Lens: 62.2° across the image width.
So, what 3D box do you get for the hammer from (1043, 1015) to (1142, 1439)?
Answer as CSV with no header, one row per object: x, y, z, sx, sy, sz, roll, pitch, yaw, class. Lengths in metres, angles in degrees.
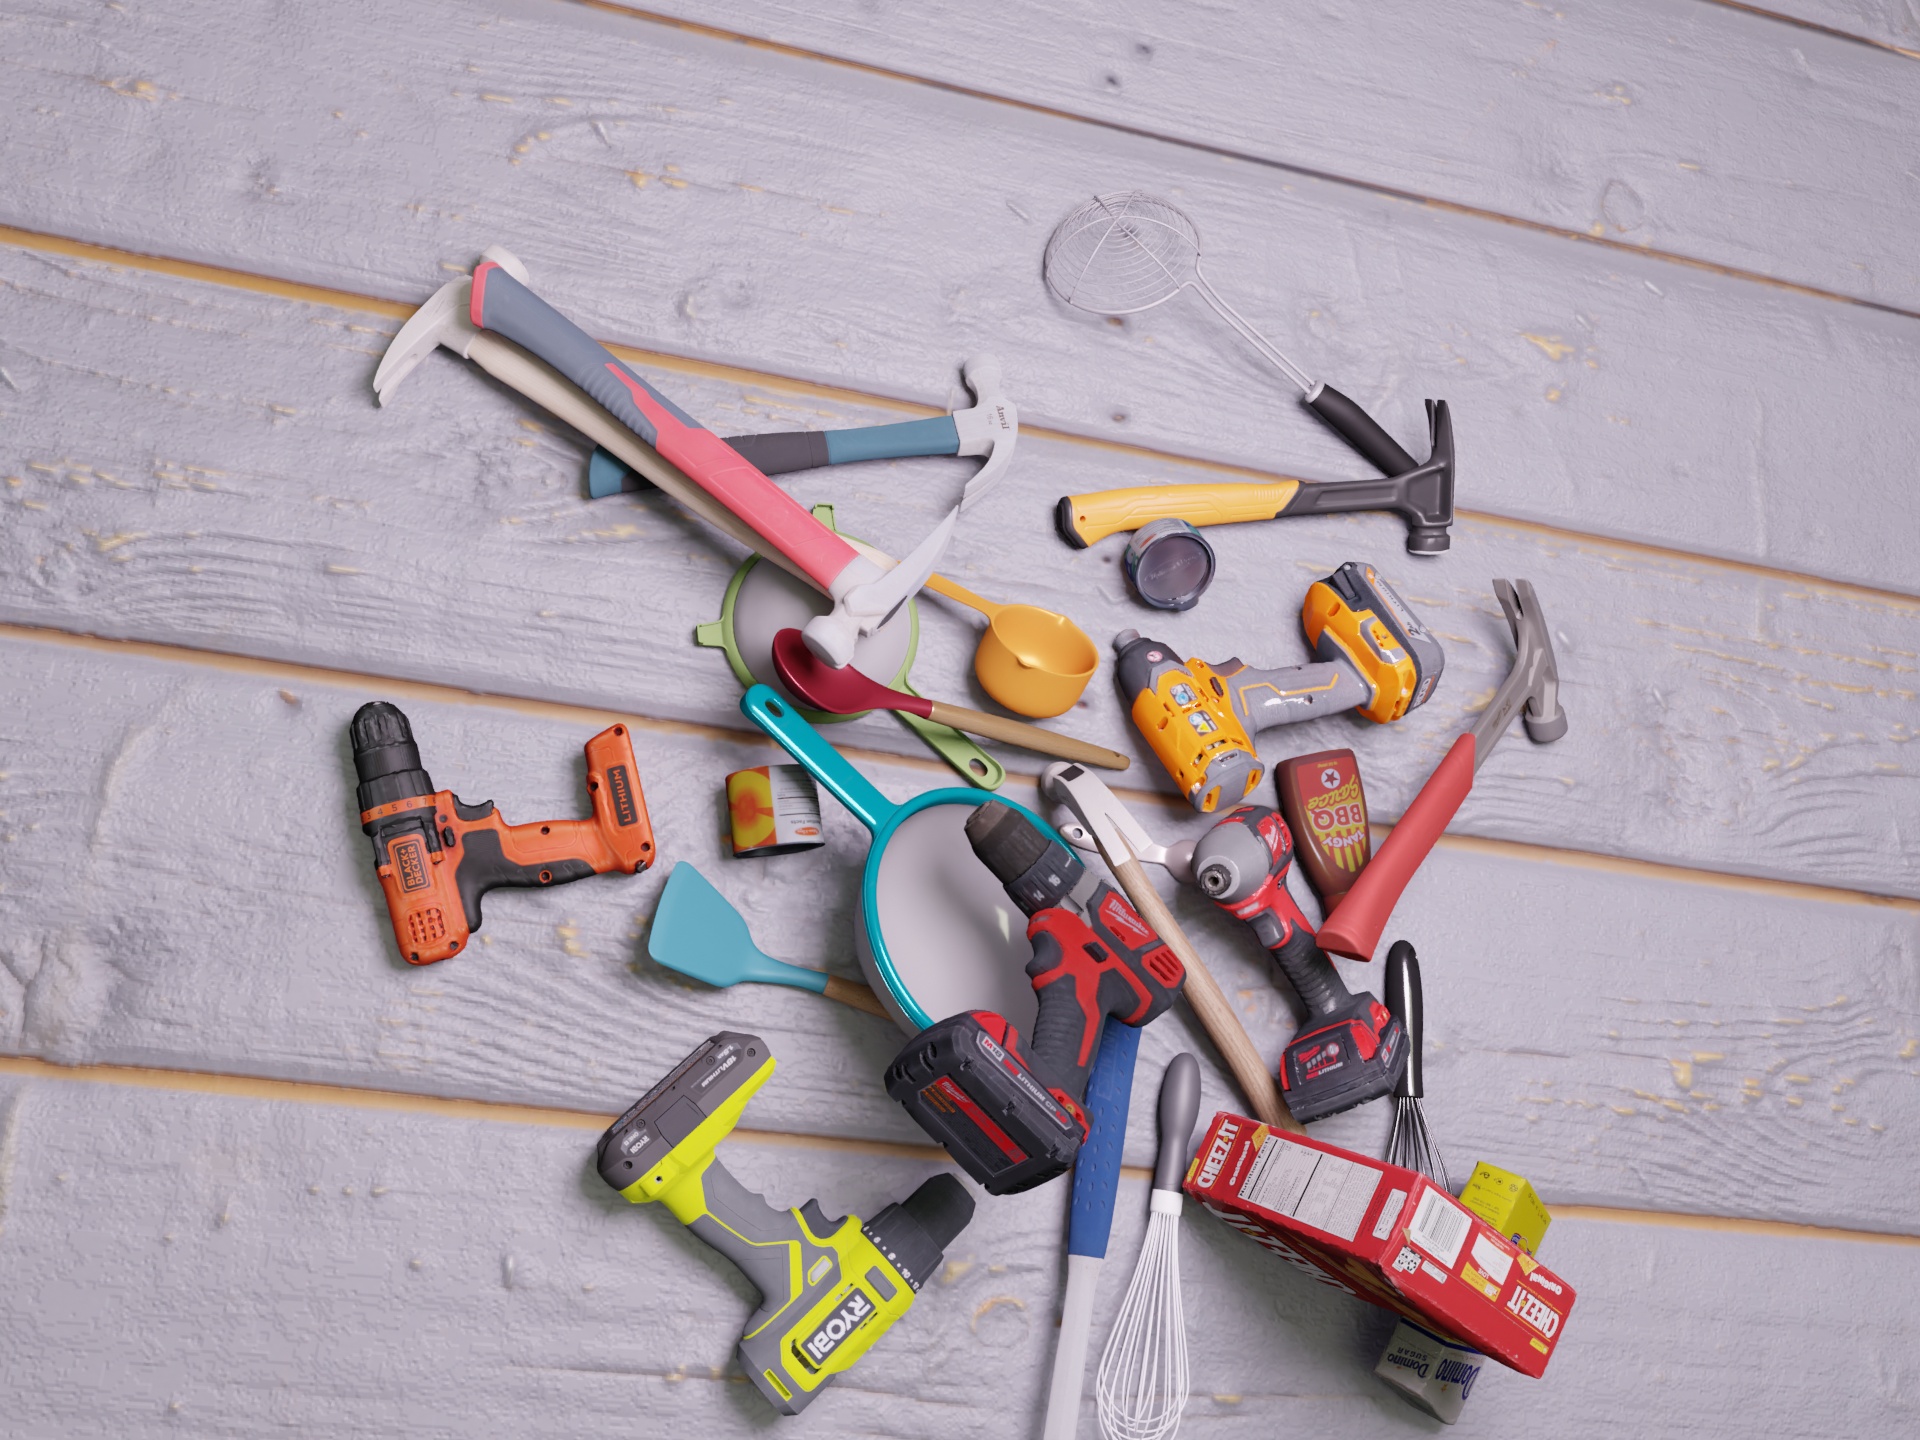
0.081,0.388,1.119,0.144,0.035,0.406,-1,66,28,hammer

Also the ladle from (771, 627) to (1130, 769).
-0.002,-0.004,1.160,0.315,0.031,0.069,16,42,-30,ladle

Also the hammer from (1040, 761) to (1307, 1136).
0.164,0.176,1.171,0.031,0.130,0.331,-33,98,-6,hammer

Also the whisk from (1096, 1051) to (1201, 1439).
0.145,0.382,1.149,0.070,0.070,0.285,15,71,-10,whisk

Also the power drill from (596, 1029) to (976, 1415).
-0.117,0.325,1.087,0.190,0.080,0.228,-41,93,-17,power drill

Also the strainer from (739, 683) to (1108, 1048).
-0.044,0.116,1.121,0.340,0.095,0.211,44,45,-4,strainer

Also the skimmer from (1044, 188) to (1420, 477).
0.234,-0.304,1.323,0.363,0.090,0.127,37,70,-15,skimmer

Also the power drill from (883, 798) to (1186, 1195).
0.041,0.169,1.033,0.188,0.080,0.227,46,42,-5,power drill

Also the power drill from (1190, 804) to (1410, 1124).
0.241,0.173,1.172,0.078,0.143,0.220,-29,86,24,power drill

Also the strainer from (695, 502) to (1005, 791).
-0.060,-0.041,1.176,0.256,0.069,0.151,42,73,-1,strainer

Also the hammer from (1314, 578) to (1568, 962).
0.365,0.045,1.202,0.359,0.037,0.149,-44,121,-33,hammer

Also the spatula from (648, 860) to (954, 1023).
-0.070,0.194,1.140,0.317,0.044,0.082,21,47,-11,spatula

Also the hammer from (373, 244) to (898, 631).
-0.222,-0.182,1.142,0.411,0.038,0.146,34,71,6,hammer

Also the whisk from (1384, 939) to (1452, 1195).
0.347,0.288,1.223,0.055,0.055,0.239,5,73,-13,whisk

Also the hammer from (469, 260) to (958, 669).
-0.184,-0.206,1.115,0.386,0.038,0.143,39,72,8,hammer

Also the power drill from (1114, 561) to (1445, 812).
0.237,-0.039,1.234,0.226,0.084,0.164,-23,59,-14,power drill

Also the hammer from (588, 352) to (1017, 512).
-0.116,-0.206,1.207,0.331,0.033,0.128,-9,64,-12,hammer

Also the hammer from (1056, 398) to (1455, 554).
0.241,-0.185,1.282,0.337,0.034,0.127,-6,105,-12,hammer

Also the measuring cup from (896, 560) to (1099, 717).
0.018,-0.062,1.204,0.173,0.052,0.095,29,33,8,measuring cup

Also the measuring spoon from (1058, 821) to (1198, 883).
0.136,0.097,1.222,0.124,0.018,0.034,14,76,-10,measuring spoon
